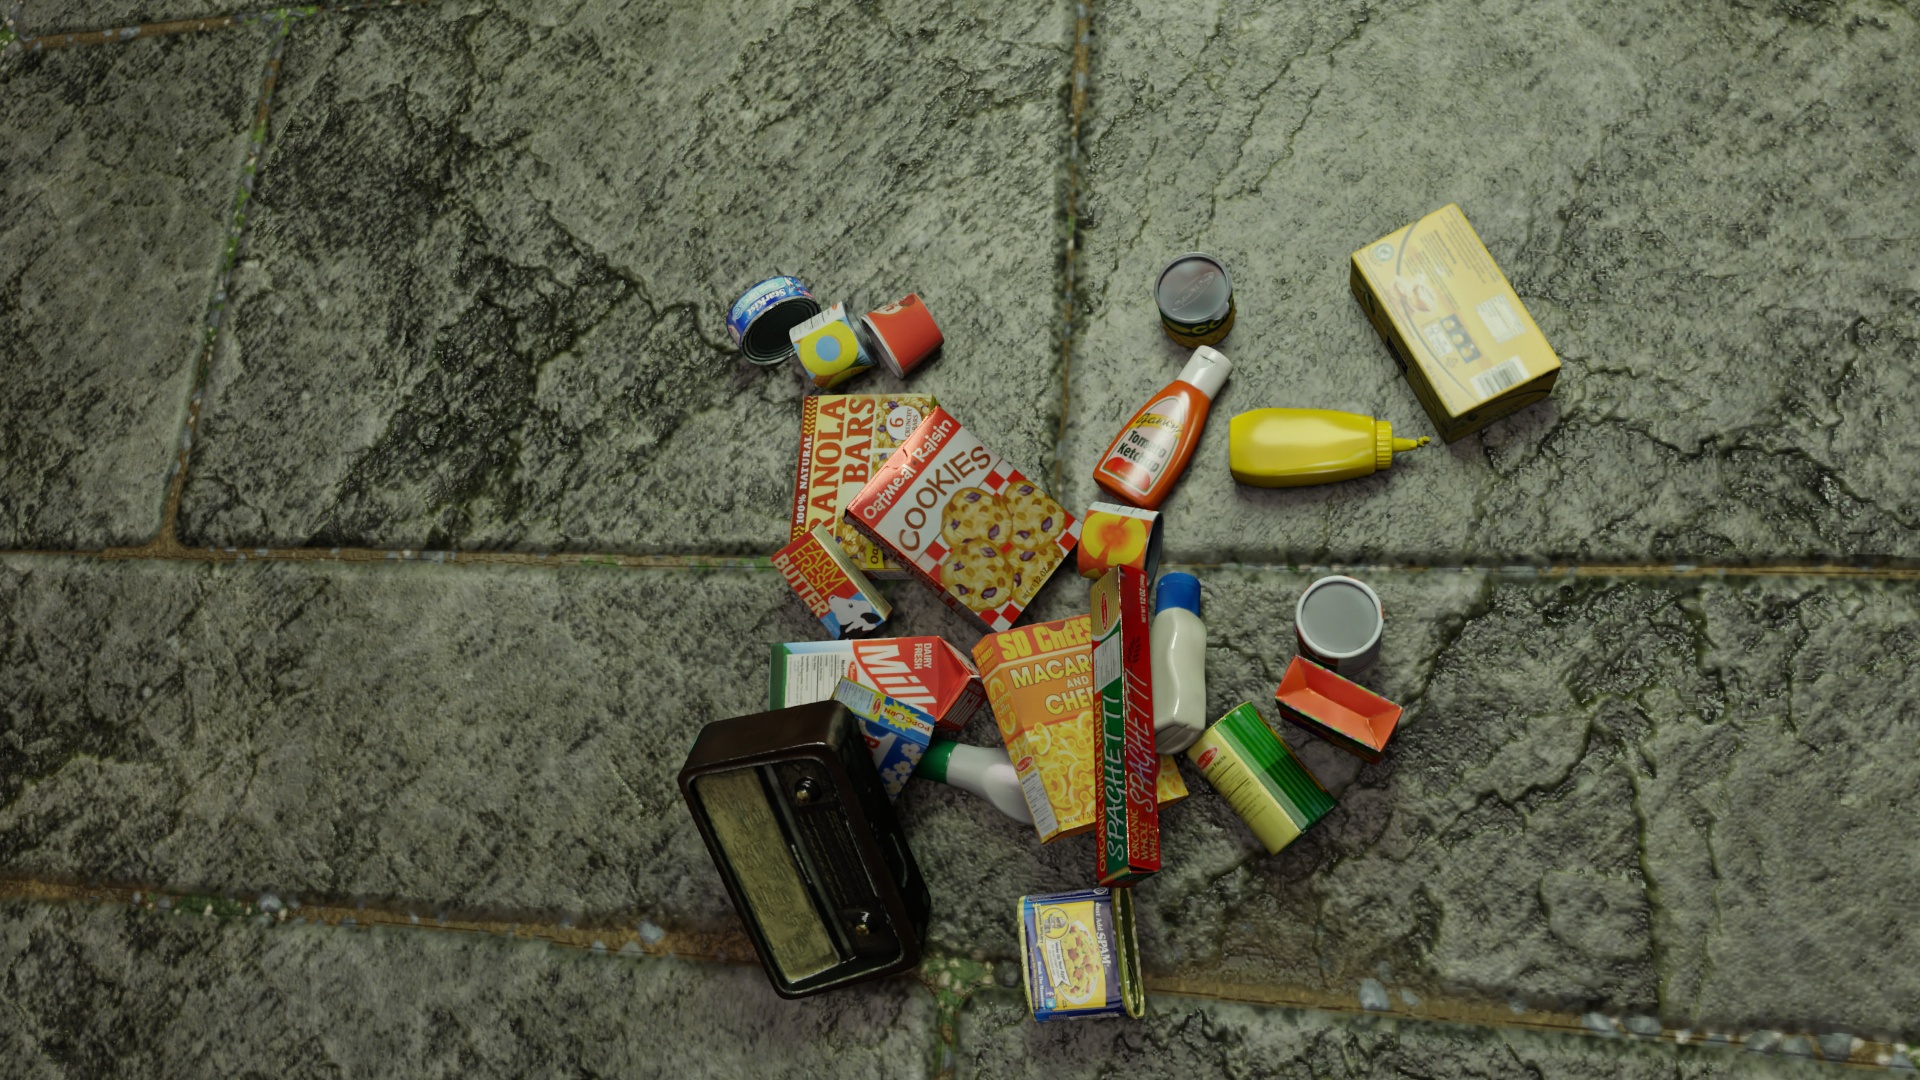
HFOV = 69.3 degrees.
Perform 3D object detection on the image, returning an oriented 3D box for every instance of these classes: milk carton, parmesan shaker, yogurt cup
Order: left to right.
[{"bbox_3d":[-0.060,0.124,1.177,0.190,0.072,0.073,-4,75,15],"label":"milk carton"},{"bbox_3d":[-0.051,-0.189,1.269,0.054,0.072,0.072,-33,69,-4],"label":"yogurt cup"},{"bbox_3d":[0.234,0.187,1.084,0.071,0.071,0.103,-40,70,2],"label":"parmesan shaker"}]

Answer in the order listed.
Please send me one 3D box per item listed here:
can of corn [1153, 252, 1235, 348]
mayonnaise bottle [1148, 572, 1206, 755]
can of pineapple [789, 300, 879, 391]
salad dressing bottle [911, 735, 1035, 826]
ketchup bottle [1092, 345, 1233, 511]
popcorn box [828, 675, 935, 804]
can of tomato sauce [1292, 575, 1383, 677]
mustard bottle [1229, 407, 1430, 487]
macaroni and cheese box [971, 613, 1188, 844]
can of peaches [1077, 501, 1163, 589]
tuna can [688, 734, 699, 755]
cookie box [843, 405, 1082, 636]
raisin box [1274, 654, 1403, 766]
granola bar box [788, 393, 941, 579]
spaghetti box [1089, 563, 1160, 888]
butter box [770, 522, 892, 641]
[{"bbox_3d":[0.206,-0.206,1.206,0.071,0.058,0.071,-4,74,14],"label":"can of corn"},{"bbox_3d":[0.172,0.095,1.112,0.041,0.064,0.149,21,52,-14],"label":"mayonnaise bottle"},{"bbox_3d":[-0.116,-0.177,1.282,0.058,0.071,0.071,-27,70,7],"label":"can of pineapple"},{"bbox_3d":[0.029,0.194,1.148,0.148,0.044,0.064,12,85,19],"label":"salad dressing bottle"},{"bbox_3d":[0.179,-0.097,1.191,0.065,0.043,0.149,32,84,26],"label":"ketchup bottle"},{"bbox_3d":[-0.084,0.178,1.133,0.085,0.038,0.126,25,126,-5],"label":"popcorn box"},{"bbox_3d":[0.296,0.067,1.091,0.071,0.083,0.071,-4,74,14],"label":"can of tomato sauce"},{"bbox_3d":[0.304,-0.077,1.148,0.160,0.048,0.065,0,75,14],"label":"mustard bottle"},{"bbox_3d":[0.095,0.144,1.111,0.124,0.040,0.167,-9,67,-29],"label":"macaroni and cheese box"},{"bbox_3d":[0.133,0.006,1.161,0.058,0.071,0.071,11,78,18],"label":"can of peaches"},{"bbox_3d":[-0.201,0.191,1.215,0.071,0.033,0.071,-4,74,14],"label":"tuna can"},{"bbox_3d":[0.004,-0.015,1.170,0.167,0.040,0.123,40,71,0],"label":"cookie box"},{"bbox_3d":[0.286,0.130,1.054,0.086,0.123,0.040,26,84,20],"label":"raisin box"},{"bbox_3d":[-0.086,-0.049,1.250,0.124,0.039,0.166,0,75,15],"label":"granola bar box"},{"bbox_3d":[0.125,0.140,1.071,0.029,0.050,0.251,13,59,-20],"label":"spaghetti box"},{"bbox_3d":[-0.112,0.039,1.208,0.053,0.024,0.103,-35,100,24],"label":"butter box"}]
